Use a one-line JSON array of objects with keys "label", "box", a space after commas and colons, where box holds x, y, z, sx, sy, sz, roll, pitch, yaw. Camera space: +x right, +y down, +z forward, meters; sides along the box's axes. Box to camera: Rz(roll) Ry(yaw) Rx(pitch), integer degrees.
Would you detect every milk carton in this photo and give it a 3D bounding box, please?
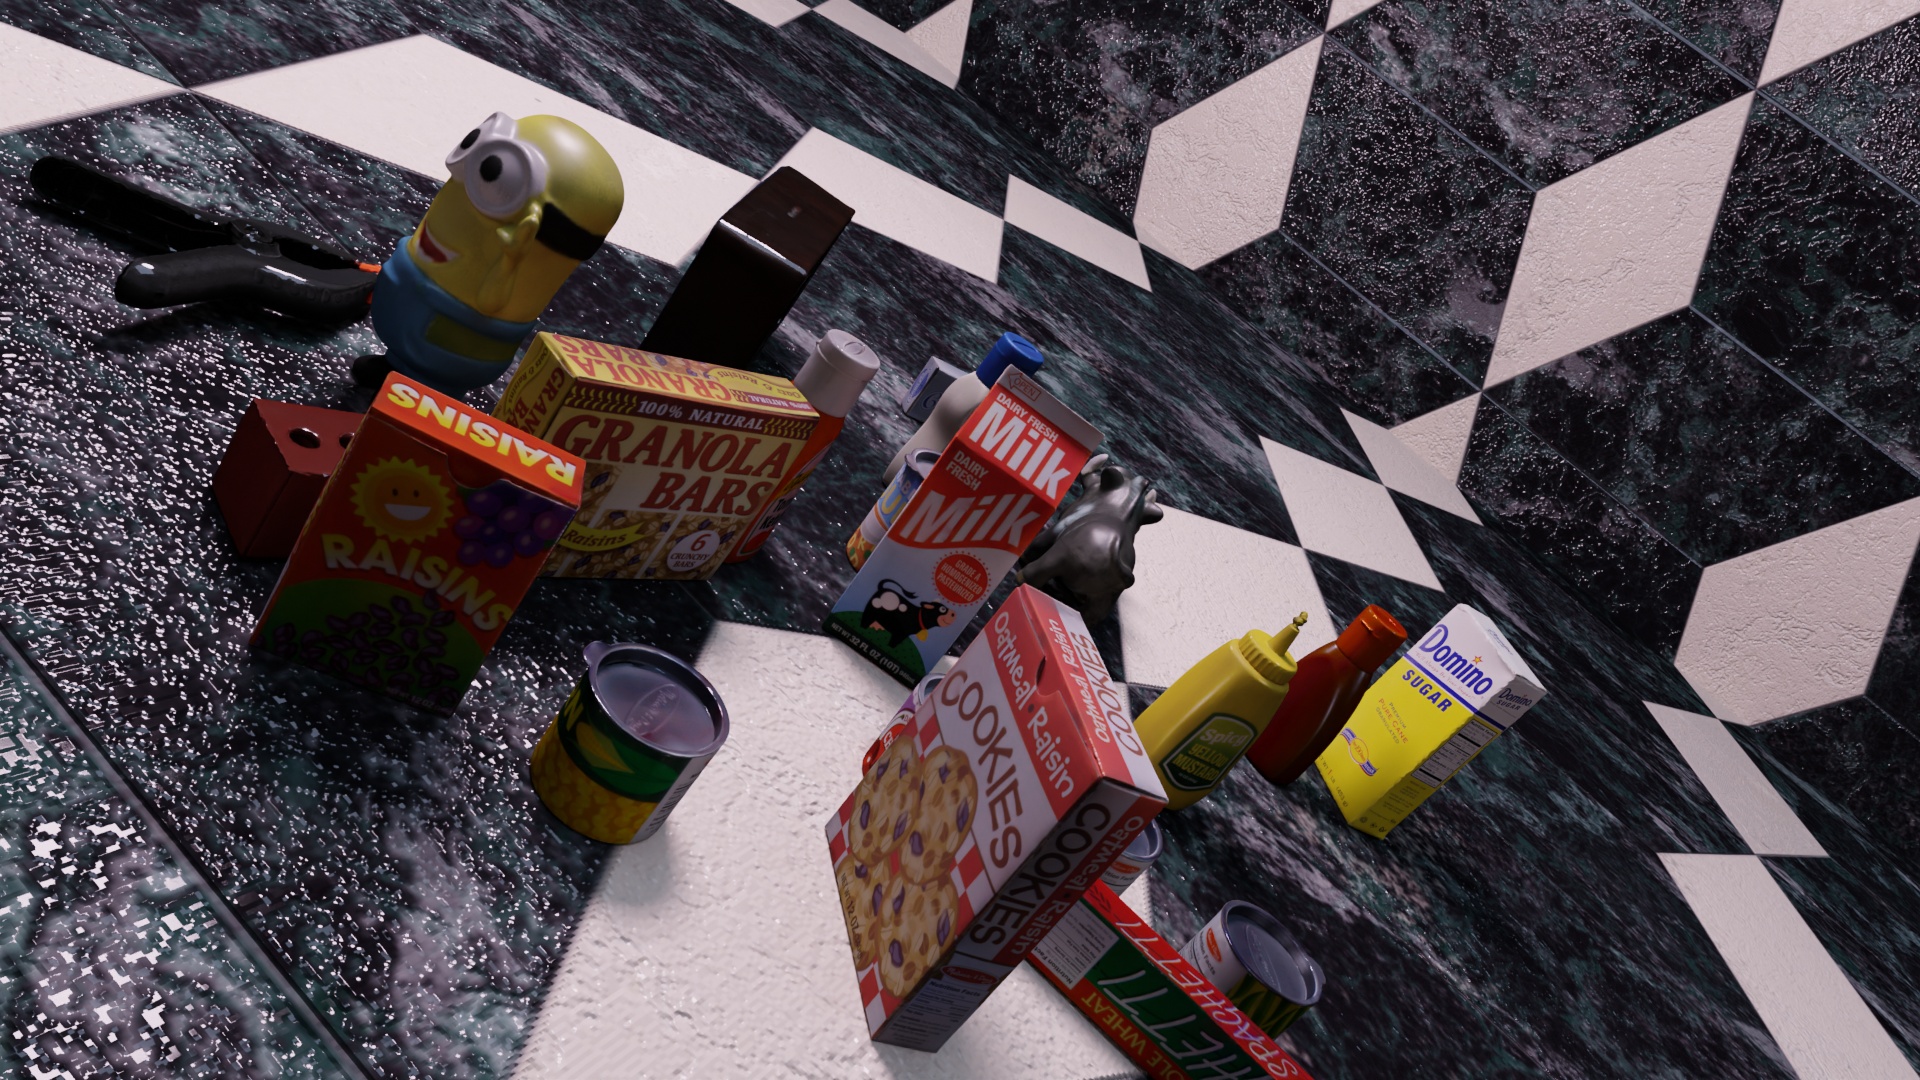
[{"label": "milk carton", "box": [0.003, -0.010, 0.830, 0.072, 0.190, 0.074, 36, 22, -3]}]

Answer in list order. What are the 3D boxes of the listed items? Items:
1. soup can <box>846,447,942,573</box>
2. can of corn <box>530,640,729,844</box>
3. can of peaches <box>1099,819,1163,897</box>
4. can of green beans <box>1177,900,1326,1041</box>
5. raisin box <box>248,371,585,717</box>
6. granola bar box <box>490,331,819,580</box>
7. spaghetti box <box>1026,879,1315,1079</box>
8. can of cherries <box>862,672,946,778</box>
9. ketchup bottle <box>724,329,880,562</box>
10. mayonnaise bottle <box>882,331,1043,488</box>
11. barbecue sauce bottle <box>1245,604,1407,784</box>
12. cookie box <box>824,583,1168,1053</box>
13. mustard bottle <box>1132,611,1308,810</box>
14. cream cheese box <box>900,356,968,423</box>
[{"label": "soup can", "box": [-0.030, -0.010, 0.922, 0.071, 0.083, 0.071, 31, 23, -15]}, {"label": "can of corn", "box": [-0.145, 0.086, 0.598, 0.071, 0.058, 0.071, 31, 23, -15]}, {"label": "can of peaches", "box": [0.066, 0.165, 0.757, 0.071, 0.058, 0.071, 31, 23, -15]}, {"label": "can of green beans", "box": [0.147, 0.236, 0.739, 0.071, 0.057, 0.071, 31, 23, -15]}, {"label": "raisin box", "box": [-0.219, 0.004, 0.562, 0.086, 0.123, 0.040, 28, 24, -23]}, {"label": "granola bar box", "box": [-0.167, -0.036, 0.715, 0.166, 0.123, 0.039, 4, 39, -54]}, {"label": "spaghetti box", "box": [0.090, 0.224, 0.687, 0.250, 0.050, 0.029, 42, 22, 11]}, {"label": "can of cherries", "box": [-0.012, 0.114, 0.740, 0.071, 0.058, 0.072, 31, 23, -15]}, {"label": "ketchup bottle", "box": [-0.103, -0.056, 0.817, 0.043, 0.148, 0.065, 38, 22, 1]}, {"label": "mayonnaise bottle", "box": [0.005, -0.087, 1.038, 0.065, 0.147, 0.041, 12, 33, -47]}, {"label": "barbecue sauce bottle", "box": [0.271, 0.113, 1.043, 0.043, 0.148, 0.065, 17, 29, -41]}, {"label": "cookie box", "box": [0.008, 0.121, 0.613, 0.040, 0.166, 0.123, 24, 26, -30]}, {"label": "mustard bottle", "box": [0.169, 0.104, 0.892, 0.065, 0.159, 0.049, 26, 25, -27]}, {"label": "cream cheese box", "box": [0.004, -0.117, 1.218, 0.104, 0.053, 0.024, 23, 26, -32]}]
